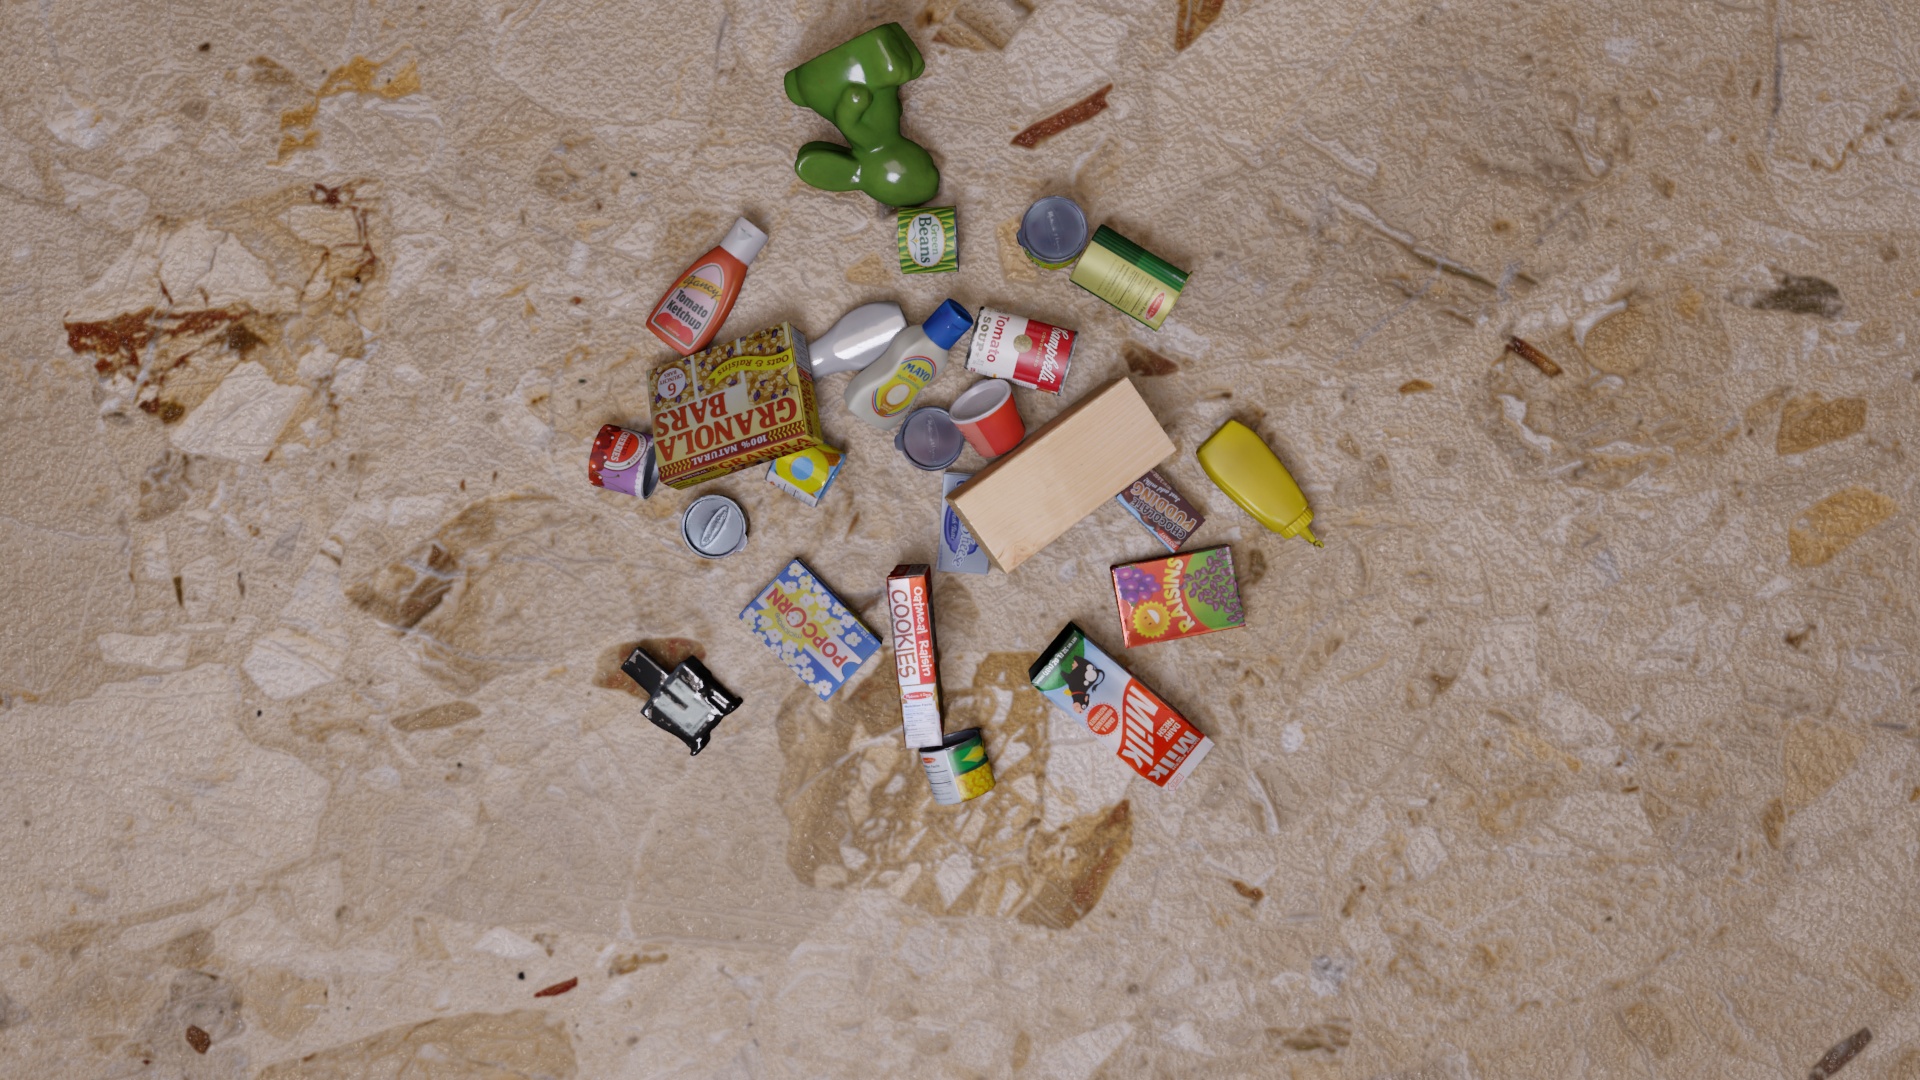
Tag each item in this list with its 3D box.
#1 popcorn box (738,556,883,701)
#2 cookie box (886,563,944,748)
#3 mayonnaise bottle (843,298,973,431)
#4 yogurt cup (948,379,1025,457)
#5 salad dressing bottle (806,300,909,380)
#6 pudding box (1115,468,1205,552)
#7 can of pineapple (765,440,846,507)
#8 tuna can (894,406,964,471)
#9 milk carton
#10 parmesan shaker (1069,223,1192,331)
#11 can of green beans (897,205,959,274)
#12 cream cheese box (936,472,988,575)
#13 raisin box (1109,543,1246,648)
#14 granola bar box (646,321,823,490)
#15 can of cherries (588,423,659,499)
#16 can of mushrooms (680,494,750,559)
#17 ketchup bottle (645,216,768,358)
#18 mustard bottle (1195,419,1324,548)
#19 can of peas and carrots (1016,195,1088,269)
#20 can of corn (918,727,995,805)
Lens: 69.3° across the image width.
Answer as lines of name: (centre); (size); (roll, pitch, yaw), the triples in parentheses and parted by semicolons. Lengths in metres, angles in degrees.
popcorn box: (-0.153, 0.090, 1.429); (0.126, 0.038, 0.085); (45, 92, -1)
cookie box: (-0.044, 0.111, 1.385); (0.040, 0.123, 0.167); (-6, 93, 1)
mayonnaise bottle: (-0.049, -0.176, 1.381); (0.064, 0.041, 0.147); (28, 118, -37)
yogurt cup: (0.030, -0.120, 1.384); (0.072, 0.073, 0.053); (-29, 120, 3)
salad dressing bottle: (-0.122, -0.194, 1.410); (0.147, 0.044, 0.064); (-23, 96, 4)
pudding box: (0.203, -0.033, 1.417); (0.083, 0.030, 0.049); (45, 94, -1)
can of pineapple: (-0.155, -0.076, 1.405); (0.058, 0.071, 0.071); (31, 94, -1)
tuna can: (-0.031, -0.103, 1.417); (0.071, 0.033, 0.071); (0, 93, 1)
milk carton: (0.164, 0.172, 1.408); (0.190, 0.073, 0.072); (39, 94, -1)
parmesan shaker: (0.170, -0.265, 1.386); (0.103, 0.071, 0.071); (31, 94, 0)
can of green beans: (-0.032, -0.301, 1.389); (0.058, 0.071, 0.071); (-2, 94, 2)
cream cheese box: (0.005, -0.018, 1.425); (0.053, 0.024, 0.103); (4, 93, -1)
raisin box: (0.221, 0.057, 1.418); (0.123, 0.040, 0.086); (-11, 94, 3)
granola bar box: (-0.227, -0.133, 1.378); (0.165, 0.039, 0.124); (-17, 72, 16)
can of cherries: (-0.338, -0.082, 1.406); (0.058, 0.071, 0.071); (15, 94, 1)
can of mushrooms: (-0.249, -0.013, 1.427); (0.071, 0.033, 0.071); (0, 93, 1)
ketchup bottle: (-0.252, -0.259, 1.408); (0.065, 0.043, 0.148); (37, 93, 2)
mustard bottle: (0.309, -0.049, 1.405); (0.065, 0.049, 0.160); (-43, 92, 4)
can of peas and carrots: (0.091, -0.306, 1.390); (0.071, 0.059, 0.071); (0, 94, 2)
can of corn: (-0.001, 0.231, 1.421); (0.071, 0.071, 0.058); (-17, 94, 2)
